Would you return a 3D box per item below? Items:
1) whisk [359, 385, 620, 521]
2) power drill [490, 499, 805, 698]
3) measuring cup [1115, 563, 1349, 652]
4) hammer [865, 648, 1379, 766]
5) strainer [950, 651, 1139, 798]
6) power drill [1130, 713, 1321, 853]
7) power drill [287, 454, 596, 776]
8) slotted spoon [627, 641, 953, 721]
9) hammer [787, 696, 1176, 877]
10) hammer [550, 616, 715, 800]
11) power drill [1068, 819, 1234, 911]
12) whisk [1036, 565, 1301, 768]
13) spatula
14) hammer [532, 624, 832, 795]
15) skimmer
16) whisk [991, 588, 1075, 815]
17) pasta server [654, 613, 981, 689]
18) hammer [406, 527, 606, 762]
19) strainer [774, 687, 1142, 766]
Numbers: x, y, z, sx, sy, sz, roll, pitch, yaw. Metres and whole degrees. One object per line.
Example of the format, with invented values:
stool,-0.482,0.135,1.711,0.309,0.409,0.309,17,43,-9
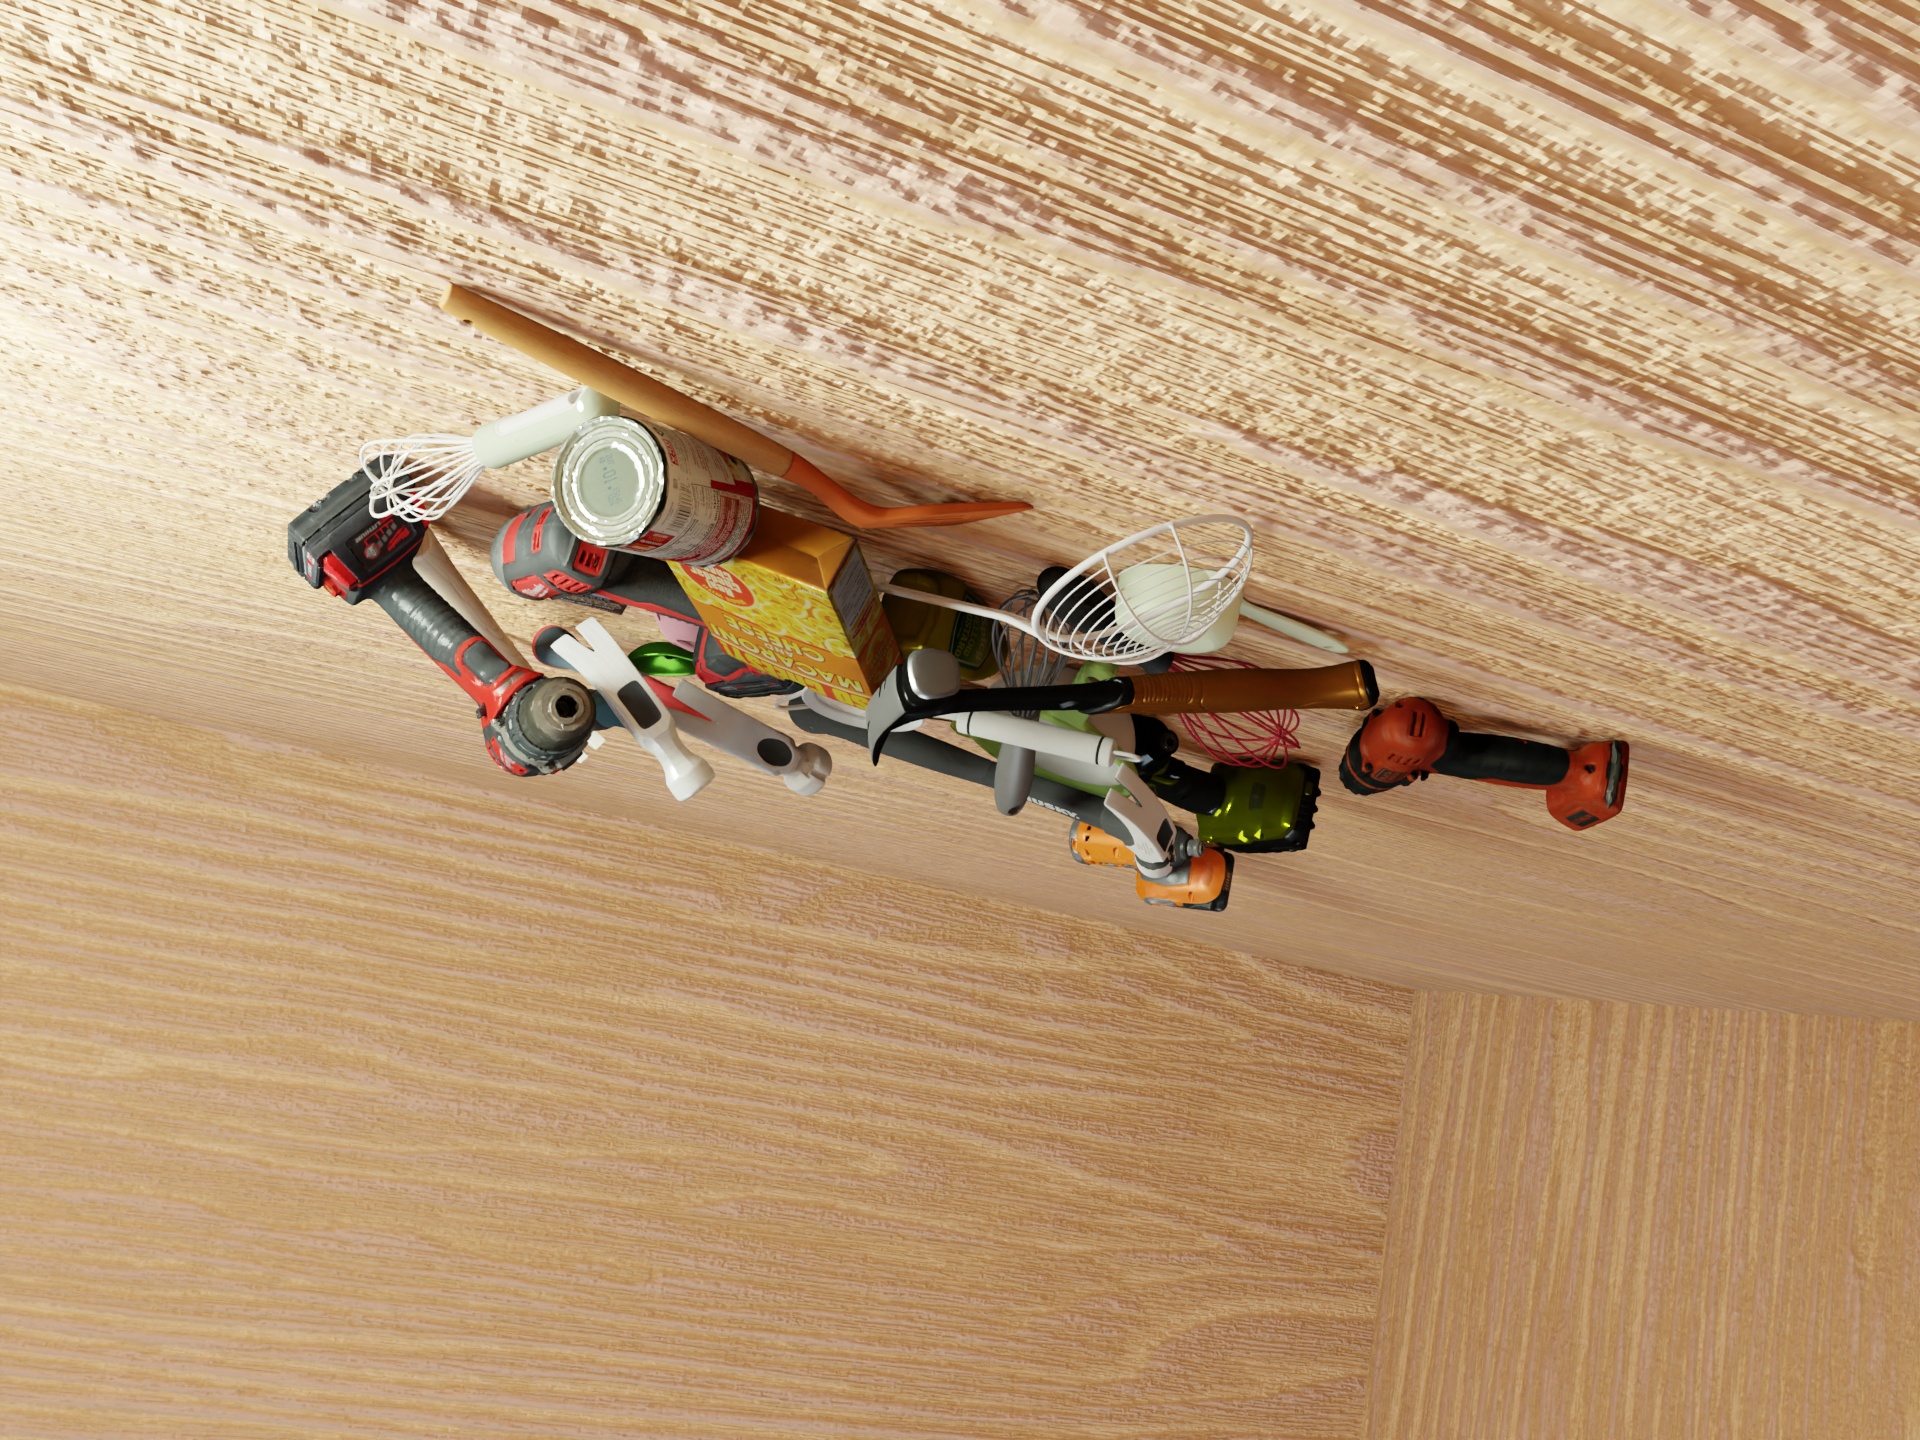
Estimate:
whisk,-0.266,-0.152,0.887,0.246,0.058,0.059,-7,135,43
power drill,-0.212,-0.086,1.093,0.219,0.078,0.143,22,164,-37
measuring cup,0.171,-0.053,0.983,0.167,0.038,0.083,17,167,-22
hammer,0.109,-0.013,0.993,0.336,0.034,0.127,-2,162,-20
strainer,0.086,-0.018,1.183,0.151,0.069,0.256,26,160,0
power drill,0.199,0.050,1.393,0.223,0.080,0.171,19,166,-26
power drill,-0.324,-0.057,1.026,0.226,0.080,0.188,49,159,-10
slotted spoon,-0.148,-0.032,1.365,0.314,0.031,0.070,11,170,18
hammer,0.009,0.036,1.265,0.335,0.035,0.146,19,161,22
hammer,-0.259,-0.007,1.150,0.128,0.033,0.331,56,162,-12
power drill,0.252,0.171,1.938,0.164,0.084,0.226,2,162,34
whisk,0.143,-0.034,1.065,0.073,0.073,0.295,0,159,43
spatula,-0.107,-0.149,0.811,0.322,0.041,0.081,23,166,-33
hammer,-0.260,-0.029,1.261,0.143,0.038,0.387,30,174,-41
skimmer,-0.002,-0.099,0.940,0.363,0.090,0.127,15,-172,37
whisk,0.042,-0.005,1.103,0.055,0.055,0.238,10,141,4
pasta server,-0.100,-0.051,1.292,0.316,0.040,0.060,12,169,-27
hammer,-0.384,-0.068,1.301,0.146,0.038,0.410,44,168,8
strainer,-0.002,-0.003,1.068,0.258,0.050,0.086,13,162,18
